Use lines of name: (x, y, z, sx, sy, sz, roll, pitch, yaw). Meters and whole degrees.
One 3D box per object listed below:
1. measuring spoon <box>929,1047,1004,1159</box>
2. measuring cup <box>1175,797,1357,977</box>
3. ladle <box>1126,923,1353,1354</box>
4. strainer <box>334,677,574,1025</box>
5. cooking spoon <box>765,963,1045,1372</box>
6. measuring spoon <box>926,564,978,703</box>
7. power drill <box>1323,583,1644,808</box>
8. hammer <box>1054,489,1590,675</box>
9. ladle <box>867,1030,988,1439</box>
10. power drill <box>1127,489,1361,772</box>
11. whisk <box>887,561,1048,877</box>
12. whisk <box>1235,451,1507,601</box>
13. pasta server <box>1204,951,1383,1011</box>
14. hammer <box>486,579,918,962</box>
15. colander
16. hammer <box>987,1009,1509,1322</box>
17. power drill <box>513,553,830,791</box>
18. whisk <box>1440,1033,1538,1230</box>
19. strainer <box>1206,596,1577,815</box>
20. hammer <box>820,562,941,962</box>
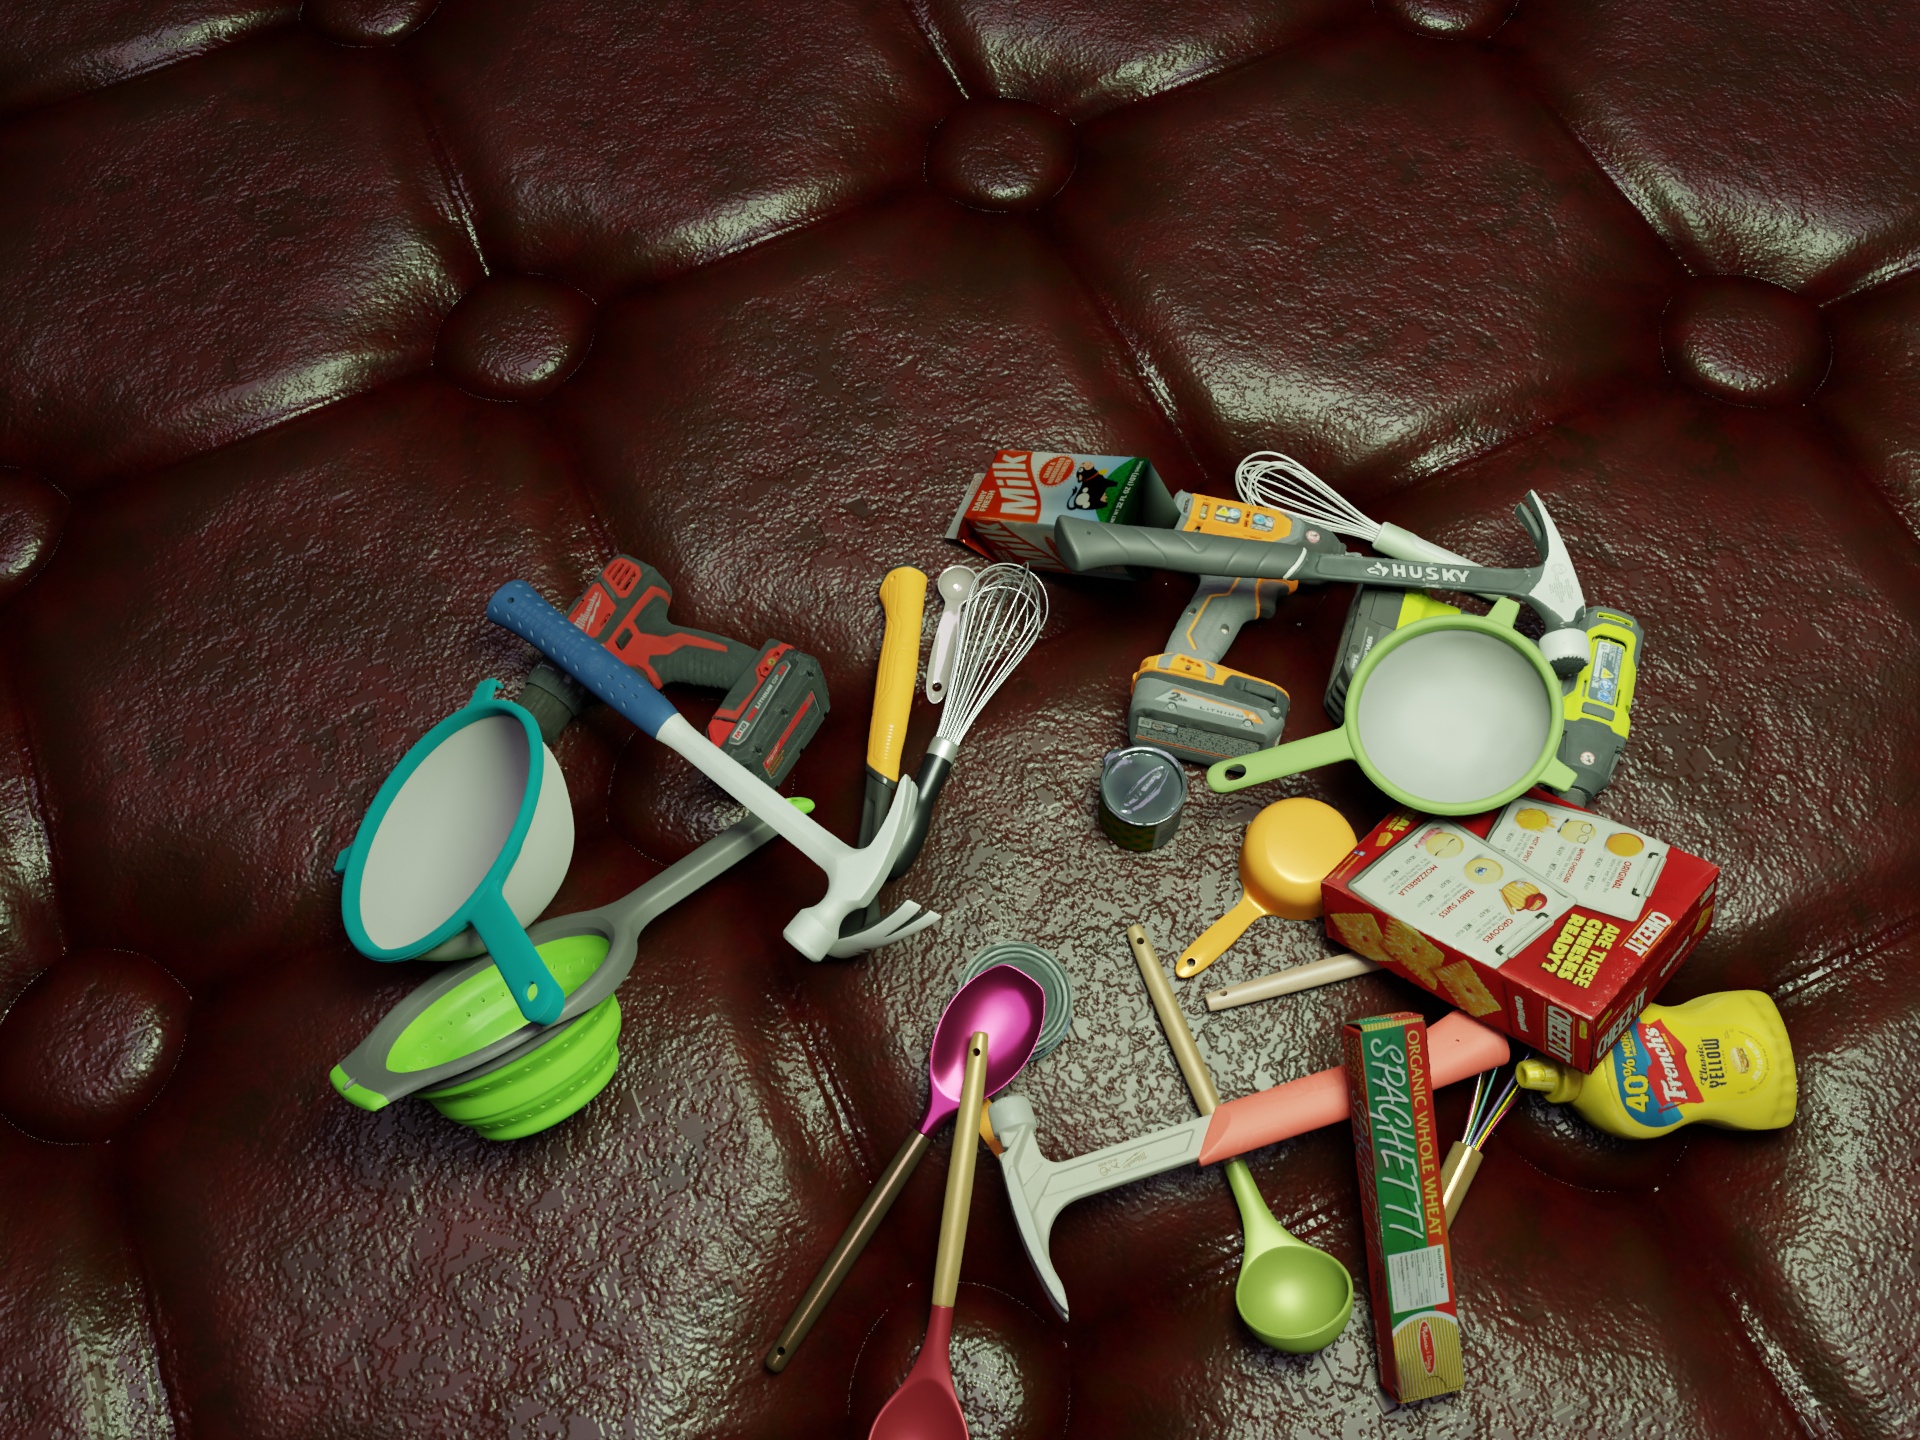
measuring spoon: (0.015, 0.281, 1.152, 0.021, 0.011, 0.117, -33, 68, -12)
measuring cup: (0.226, 0.128, 1.192, 0.173, 0.052, 0.095, -40, 69, -17)
ladle: (0.183, 0.284, 1.121, 0.078, 0.062, 0.320, -19, 63, -6)
strainer: (-0.326, 0.125, 1.148, 0.211, 0.095, 0.341, -50, 43, 1)
cooking spoon: (-0.041, 0.312, 1.115, 0.069, 0.017, 0.319, 33, 78, 8)
measuring spoon: (-0.010, -0.070, 1.322, 0.034, 0.018, 0.124, 9, 72, 7)
power drill: (0.410, -0.029, 1.248, 0.223, 0.080, 0.171, 17, 67, 7)
hammer: (0.274, -0.122, 1.209, 0.409, 0.036, 0.149, 5, 64, -6)
ladle: (-0.010, 0.370, 1.079, 0.069, 0.031, 0.315, 6, 75, 10)
power drill: (0.229, -0.076, 1.276, 0.164, 0.084, 0.227, 13, 62, 9)
whisk: (-0.002, -0.004, 1.265, 0.070, 0.070, 0.285, 20, 72, 11)
whisk: (0.343, -0.159, 1.329, 0.246, 0.059, 0.058, 26, 41, 10)
pasta server: (0.334, 0.164, 1.180, 0.316, 0.040, 0.060, -15, 39, -2)
hammer: (-0.208, 0.007, 1.195, 0.406, 0.035, 0.144, 35, 80, 23)
colander: (-0.251, 0.189, 1.165, 0.397, 0.204, 0.094, -34, 111, -30)
hammer: (0.207, 0.280, 1.082, 0.359, 0.036, 0.149, -16, 56, -6)
power drill: (-0.240, -0.018, 1.273, 0.227, 0.080, 0.188, 26, 69, 17)
whisk: (0.367, 0.283, 1.125, 0.047, 0.051, 0.245, 20, 70, 34)
strainer: (0.311, 0.018, 1.175, 0.256, 0.069, 0.152, -17, 68, 14)
hammer: (-0.054, 0.018, 1.241, 0.127, 0.034, 0.337, -24, 49, 41)
